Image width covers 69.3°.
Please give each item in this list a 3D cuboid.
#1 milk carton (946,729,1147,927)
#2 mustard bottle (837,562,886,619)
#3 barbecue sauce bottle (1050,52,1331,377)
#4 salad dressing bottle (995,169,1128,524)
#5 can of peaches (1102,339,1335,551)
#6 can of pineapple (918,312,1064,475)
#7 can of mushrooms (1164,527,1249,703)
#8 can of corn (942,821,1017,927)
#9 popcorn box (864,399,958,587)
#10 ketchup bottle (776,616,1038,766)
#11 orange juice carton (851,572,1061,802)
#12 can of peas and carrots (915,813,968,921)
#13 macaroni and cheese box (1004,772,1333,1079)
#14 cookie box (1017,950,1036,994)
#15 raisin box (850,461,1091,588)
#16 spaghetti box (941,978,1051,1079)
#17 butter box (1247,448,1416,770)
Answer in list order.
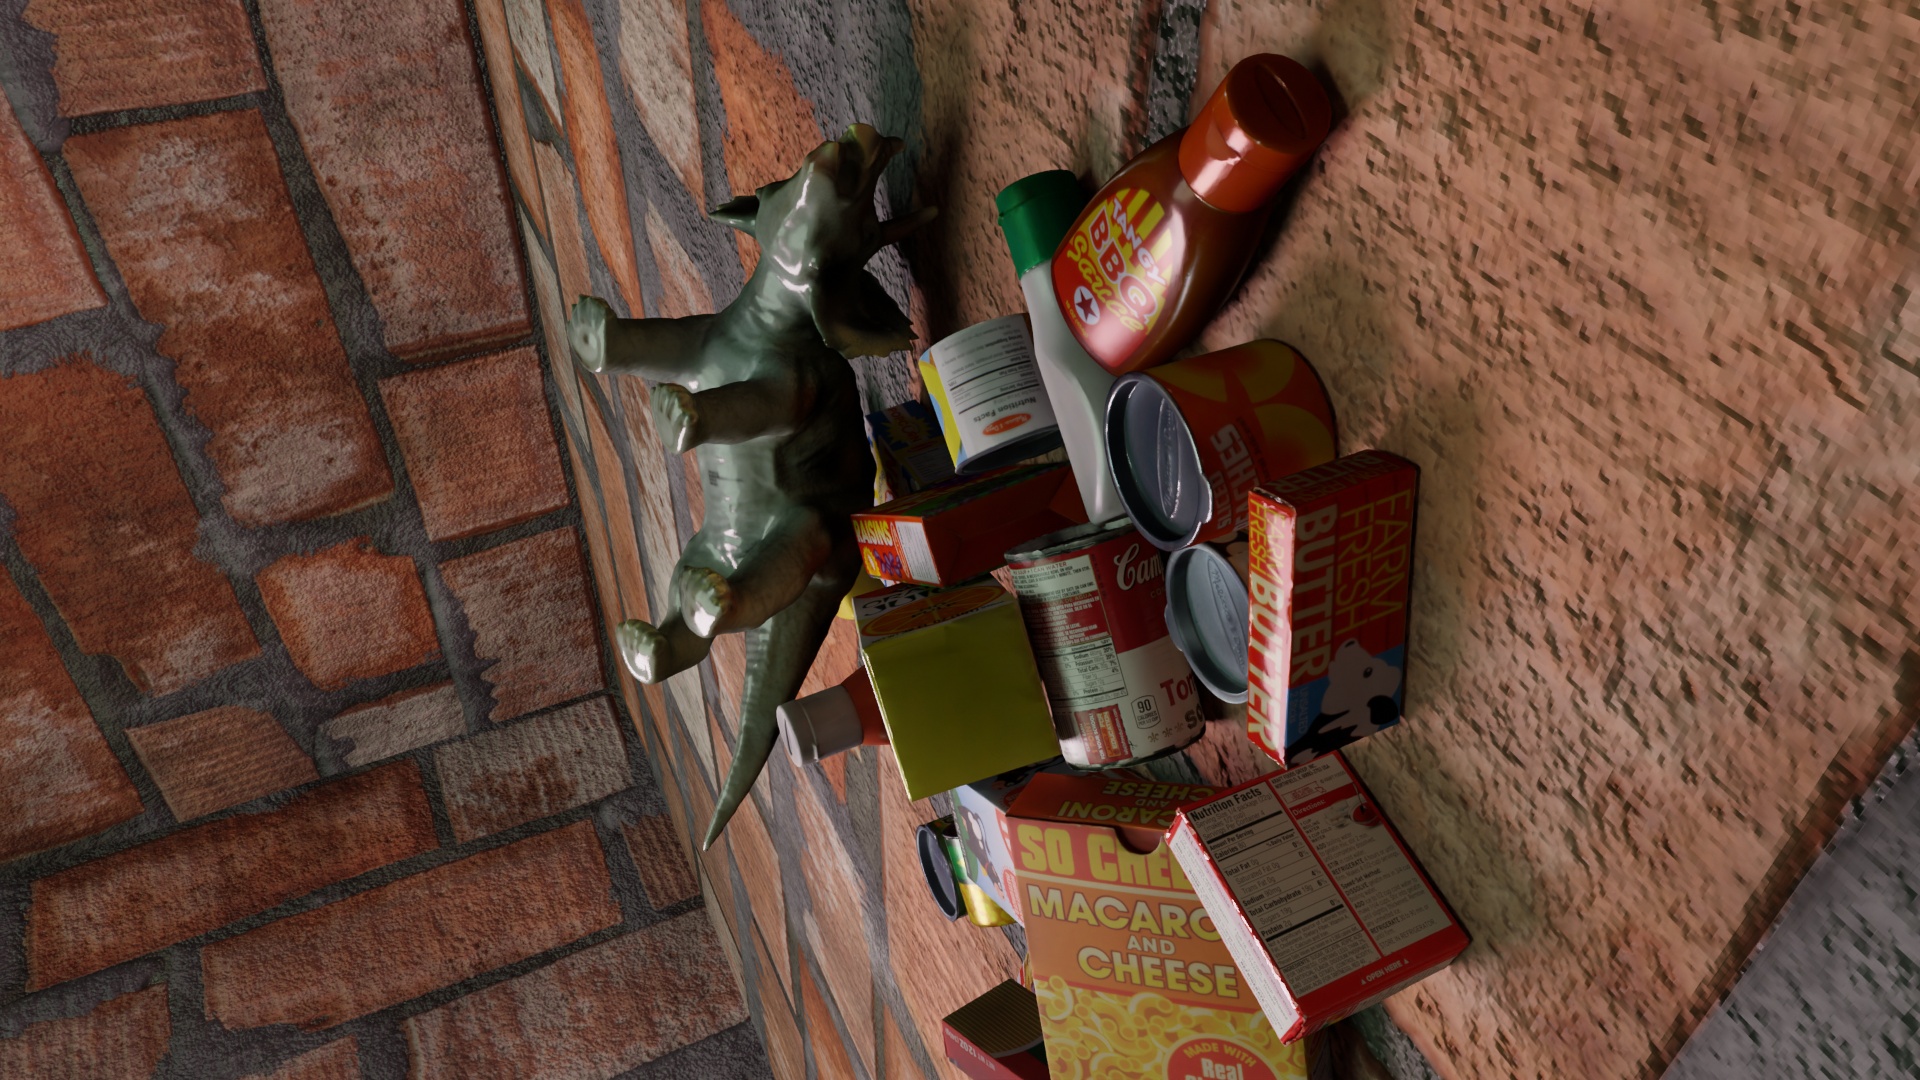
[{"bbox_3d":[0.064,0.162,0.715,0.190,0.073,0.072,20,125,65],"label":"milk carton"},{"bbox_3d":[-0.072,-0.029,0.947,0.049,0.065,0.160,-3,98,64],"label":"mustard bottle"},{"bbox_3d":[0.079,-0.114,0.494,0.065,0.044,0.148,61,158,8],"label":"barbecue sauce bottle"},{"bbox_3d":[0.054,-0.082,0.589,0.064,0.044,0.147,105,148,-84],"label":"salad dressing bottle"},{"bbox_3d":[0.094,-0.034,0.500,0.071,0.058,0.070,51,150,46],"label":"can of peaches"},{"bbox_3d":[0.020,-0.069,0.659,0.071,0.071,0.058,143,109,-69],"label":"can of pineapple"},{"bbox_3d":[0.110,0.027,0.543,0.071,0.033,0.070,52,152,44],"label":"can of mushrooms"},{"bbox_3d":[0.030,0.195,0.846,0.071,0.071,0.058,-16,92,70],"label":"can of corn"},{"bbox_3d":[-0.025,-0.011,0.864,0.085,0.038,0.126,-128,28,-45],"label":"popcorn box"},{"bbox_3d":[-0.029,0.087,0.791,0.044,0.149,0.064,48,148,47],"label":"ketchup bottle"},{"bbox_3d":[-0.009,0.059,0.688,0.193,0.072,0.073,-134,28,-82],"label":"orange juice carton"},{"bbox_3d":[0.009,0.209,0.922,0.071,0.059,0.070,51,150,46],"label":"can of peas and carrots"},{"bbox_3d":[0.094,0.188,0.609,0.123,0.040,0.166,-1,110,27],"label":"macaroni and cheese box"},{"bbox_3d":[0.068,0.311,0.799,0.122,0.040,0.168,100,166,-52],"label":"cookie box"},{"bbox_3d":[0.003,-0.009,0.722,0.123,0.086,0.040,5,115,69],"label":"raisin box"},{"bbox_3d":[0.083,0.279,0.658,0.250,0.050,0.028,15,120,52],"label":"spaghetti box"},{"bbox_3d":[0.125,0.023,0.471,0.024,0.053,0.103,39,142,54],"label":"butter box"}]
